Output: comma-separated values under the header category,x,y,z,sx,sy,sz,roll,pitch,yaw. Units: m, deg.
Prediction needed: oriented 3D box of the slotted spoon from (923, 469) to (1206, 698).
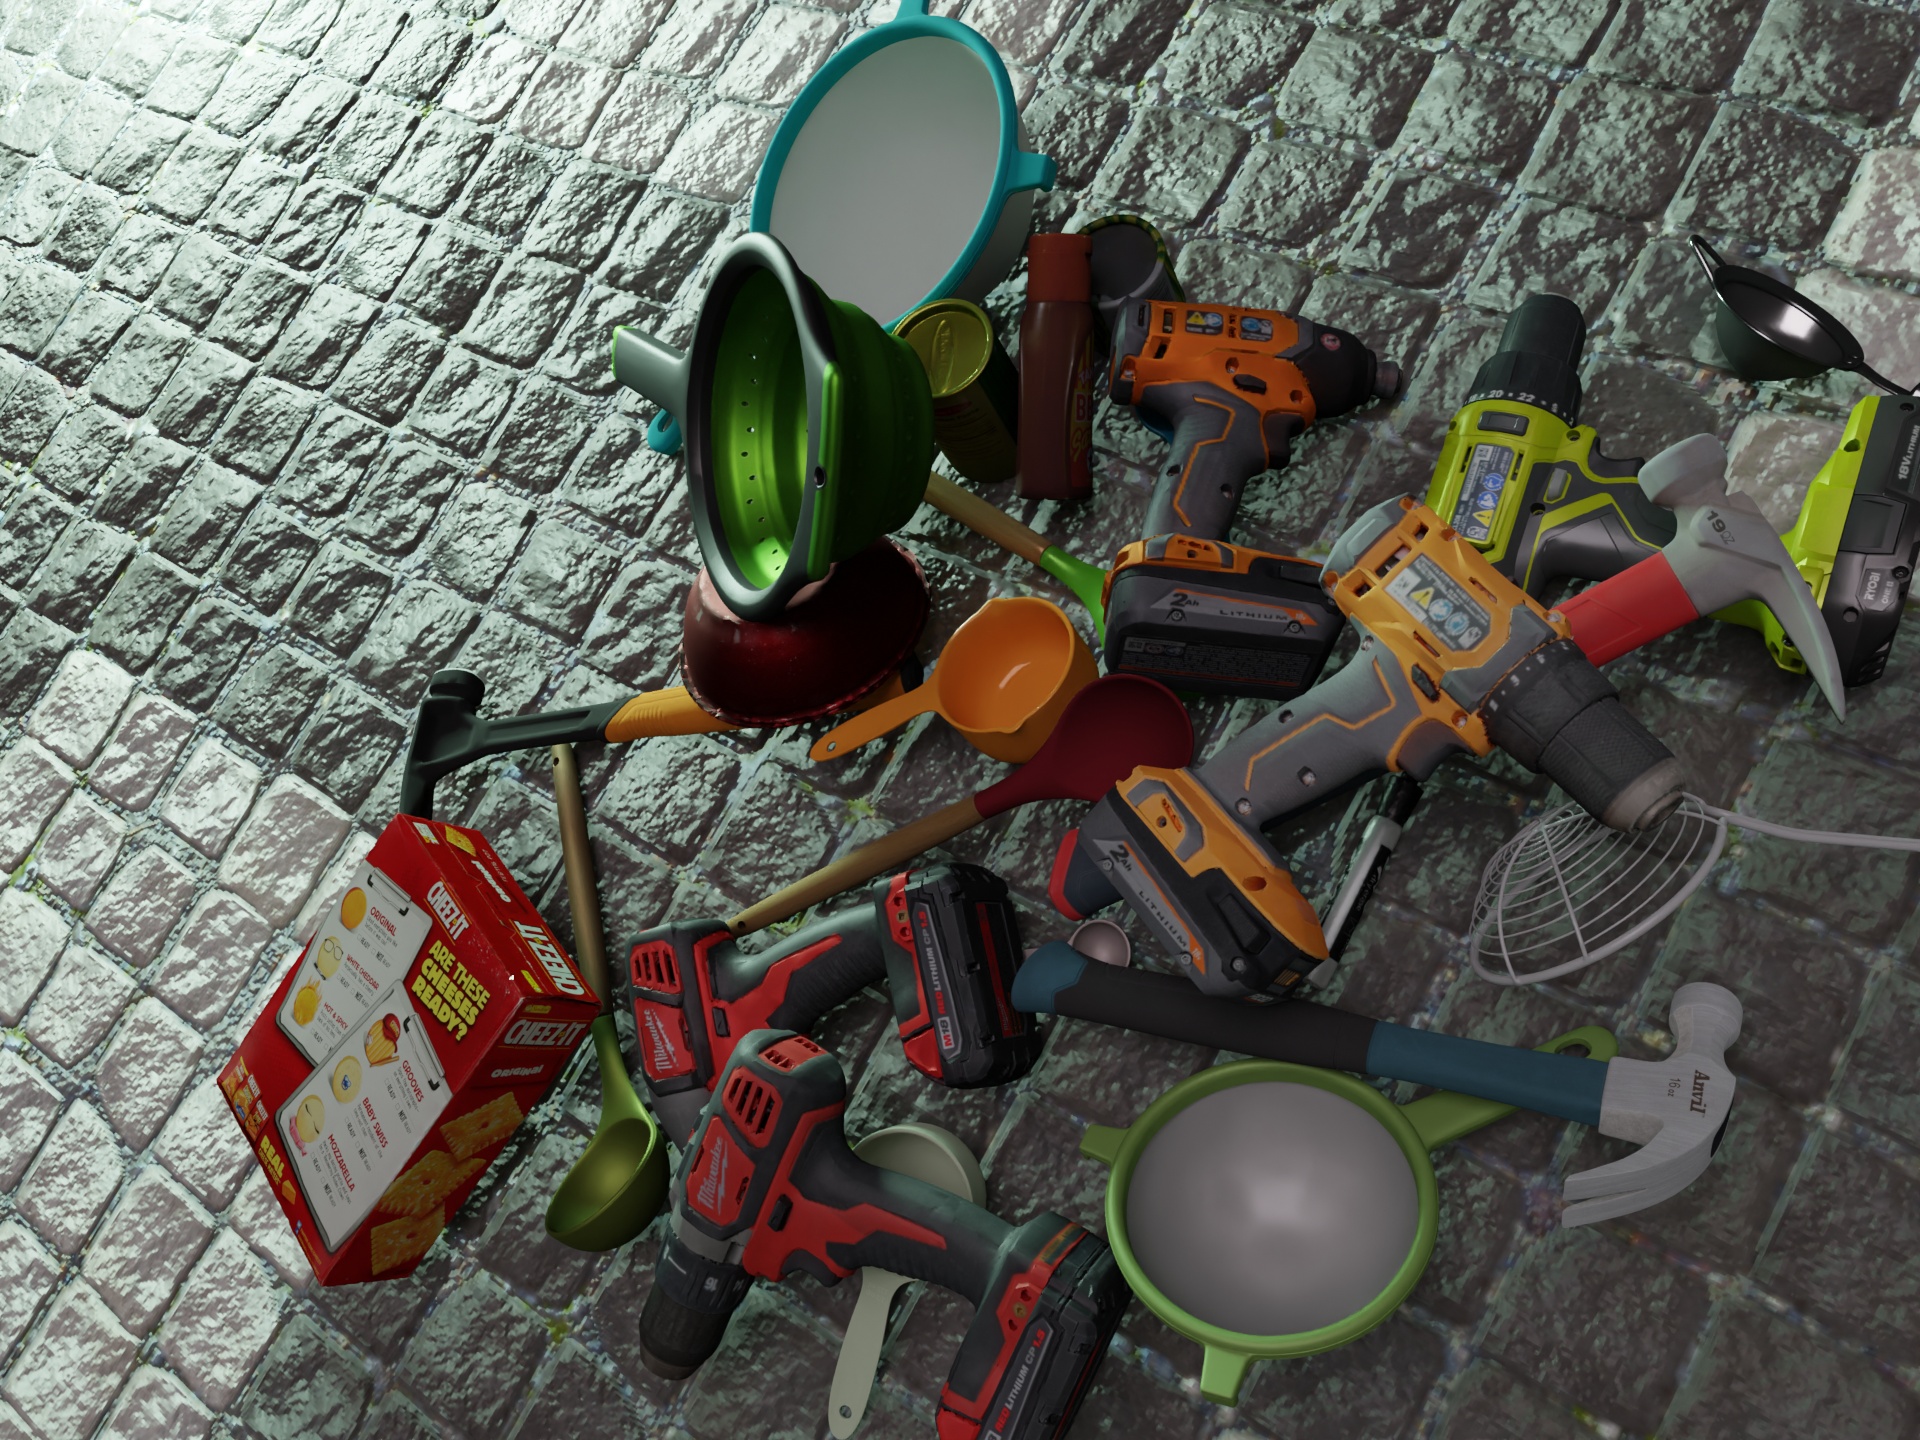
category,x,y,z,sx,sy,sz,roll,pitch,yaw
slotted spoon,0.031,-0.108,0.947,0.314,0.031,0.070,35,84,29

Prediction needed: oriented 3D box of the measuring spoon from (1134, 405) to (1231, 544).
category,x,y,z,sx,sy,sz,roll,pitch,yaw
measuring spoon,0.134,-0.144,0.929,0.042,0.021,0.129,-15,75,3

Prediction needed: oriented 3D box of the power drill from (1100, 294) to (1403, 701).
category,x,y,z,sx,sy,sz,roll,pitch,yaw
power drill,0.158,-0.128,0.861,0.164,0.084,0.227,6,64,1

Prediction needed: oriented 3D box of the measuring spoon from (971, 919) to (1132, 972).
category,x,y,z,sx,sy,sz,roll,pitch,yaw
measuring spoon,0.037,0.133,0.864,0.124,0.018,0.034,-14,78,23

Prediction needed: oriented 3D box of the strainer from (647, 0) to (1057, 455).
category,x,y,z,sx,sy,sz,roll,pitch,yaw
strainer,-0.070,-0.282,1.027,0.340,0.095,0.211,-42,58,26

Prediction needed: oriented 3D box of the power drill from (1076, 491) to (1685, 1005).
category,x,y,z,sx,sy,sz,roll,pitch,yaw
power drill,0.186,0.033,0.718,0.226,0.084,0.186,-46,60,11

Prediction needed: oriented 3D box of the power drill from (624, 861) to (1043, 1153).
category,x,y,z,sx,sy,sz,roll,pitch,yaw
power drill,-0.076,0.162,0.855,0.219,0.078,0.143,-16,77,21

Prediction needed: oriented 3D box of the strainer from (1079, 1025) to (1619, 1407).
category,x,y,z,sx,sy,sz,roll,pitch,yaw
strainer,0.195,0.217,0.749,0.256,0.069,0.152,-23,40,-7

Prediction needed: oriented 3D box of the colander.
category,x,y,z,sx,sy,sz,roll,pitch,yaw
colander,-0.113,-0.186,0.936,0.397,0.094,0.204,38,126,55

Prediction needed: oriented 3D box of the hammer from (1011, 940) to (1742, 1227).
category,x,y,z,sx,sy,sz,roll,pitch,yaw
hammer,0.182,0.150,0.751,0.331,0.033,0.128,7,41,26

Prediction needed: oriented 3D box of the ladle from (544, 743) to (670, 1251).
category,x,y,z,sx,sy,sz,roll,pitch,yaw
ladle,-0.223,0.149,0.934,0.078,0.062,0.320,-30,59,25

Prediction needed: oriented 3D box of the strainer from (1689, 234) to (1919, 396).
category,x,y,z,sx,sy,sz,roll,pitch,yaw
strainer,0.467,-0.160,0.790,0.259,0.050,0.087,38,44,23

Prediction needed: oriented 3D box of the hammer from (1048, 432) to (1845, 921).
category,x,y,z,sx,sy,sz,roll,pitch,yaw
hammer,0.215,0.020,0.779,0.386,0.038,0.143,-30,73,23

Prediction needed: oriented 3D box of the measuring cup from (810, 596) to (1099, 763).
category,x,y,z,sx,sy,sz,roll,pitch,yaw
measuring cup,-0.001,-0.003,0.905,0.173,0.052,0.095,-25,49,20

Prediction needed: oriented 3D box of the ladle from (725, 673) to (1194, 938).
category,x,y,z,sx,sy,sz,roll,pitch,yaw
ladle,-0.009,0.059,0.867,0.315,0.031,0.069,-27,87,25

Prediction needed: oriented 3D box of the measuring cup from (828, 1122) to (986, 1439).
category,x,y,z,sx,sy,sz,roll,pitch,yaw
measuring cup,-0.035,0.289,0.826,0.083,0.038,0.167,17,95,20

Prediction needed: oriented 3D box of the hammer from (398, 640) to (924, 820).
category,x,y,z,sx,sy,sz,roll,pitch,yaw
hammer,-0.185,0.002,0.972,0.337,0.034,0.127,-9,54,14

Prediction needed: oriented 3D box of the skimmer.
category,x,y,z,sx,sy,sz,roll,pitch,yaw
skimmer,0.417,0.083,0.705,0.363,0.127,0.090,4,104,10

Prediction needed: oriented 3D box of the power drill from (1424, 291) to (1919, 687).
category,x,y,z,sx,sy,sz,roll,pitch,yaw
power drill,0.354,-0.118,0.798,0.229,0.080,0.190,15,78,28

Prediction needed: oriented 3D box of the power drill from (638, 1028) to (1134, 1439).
category,x,y,z,sx,sy,sz,roll,pitch,yaw
power drill,-0.048,0.279,0.770,0.227,0.080,0.188,27,101,19
